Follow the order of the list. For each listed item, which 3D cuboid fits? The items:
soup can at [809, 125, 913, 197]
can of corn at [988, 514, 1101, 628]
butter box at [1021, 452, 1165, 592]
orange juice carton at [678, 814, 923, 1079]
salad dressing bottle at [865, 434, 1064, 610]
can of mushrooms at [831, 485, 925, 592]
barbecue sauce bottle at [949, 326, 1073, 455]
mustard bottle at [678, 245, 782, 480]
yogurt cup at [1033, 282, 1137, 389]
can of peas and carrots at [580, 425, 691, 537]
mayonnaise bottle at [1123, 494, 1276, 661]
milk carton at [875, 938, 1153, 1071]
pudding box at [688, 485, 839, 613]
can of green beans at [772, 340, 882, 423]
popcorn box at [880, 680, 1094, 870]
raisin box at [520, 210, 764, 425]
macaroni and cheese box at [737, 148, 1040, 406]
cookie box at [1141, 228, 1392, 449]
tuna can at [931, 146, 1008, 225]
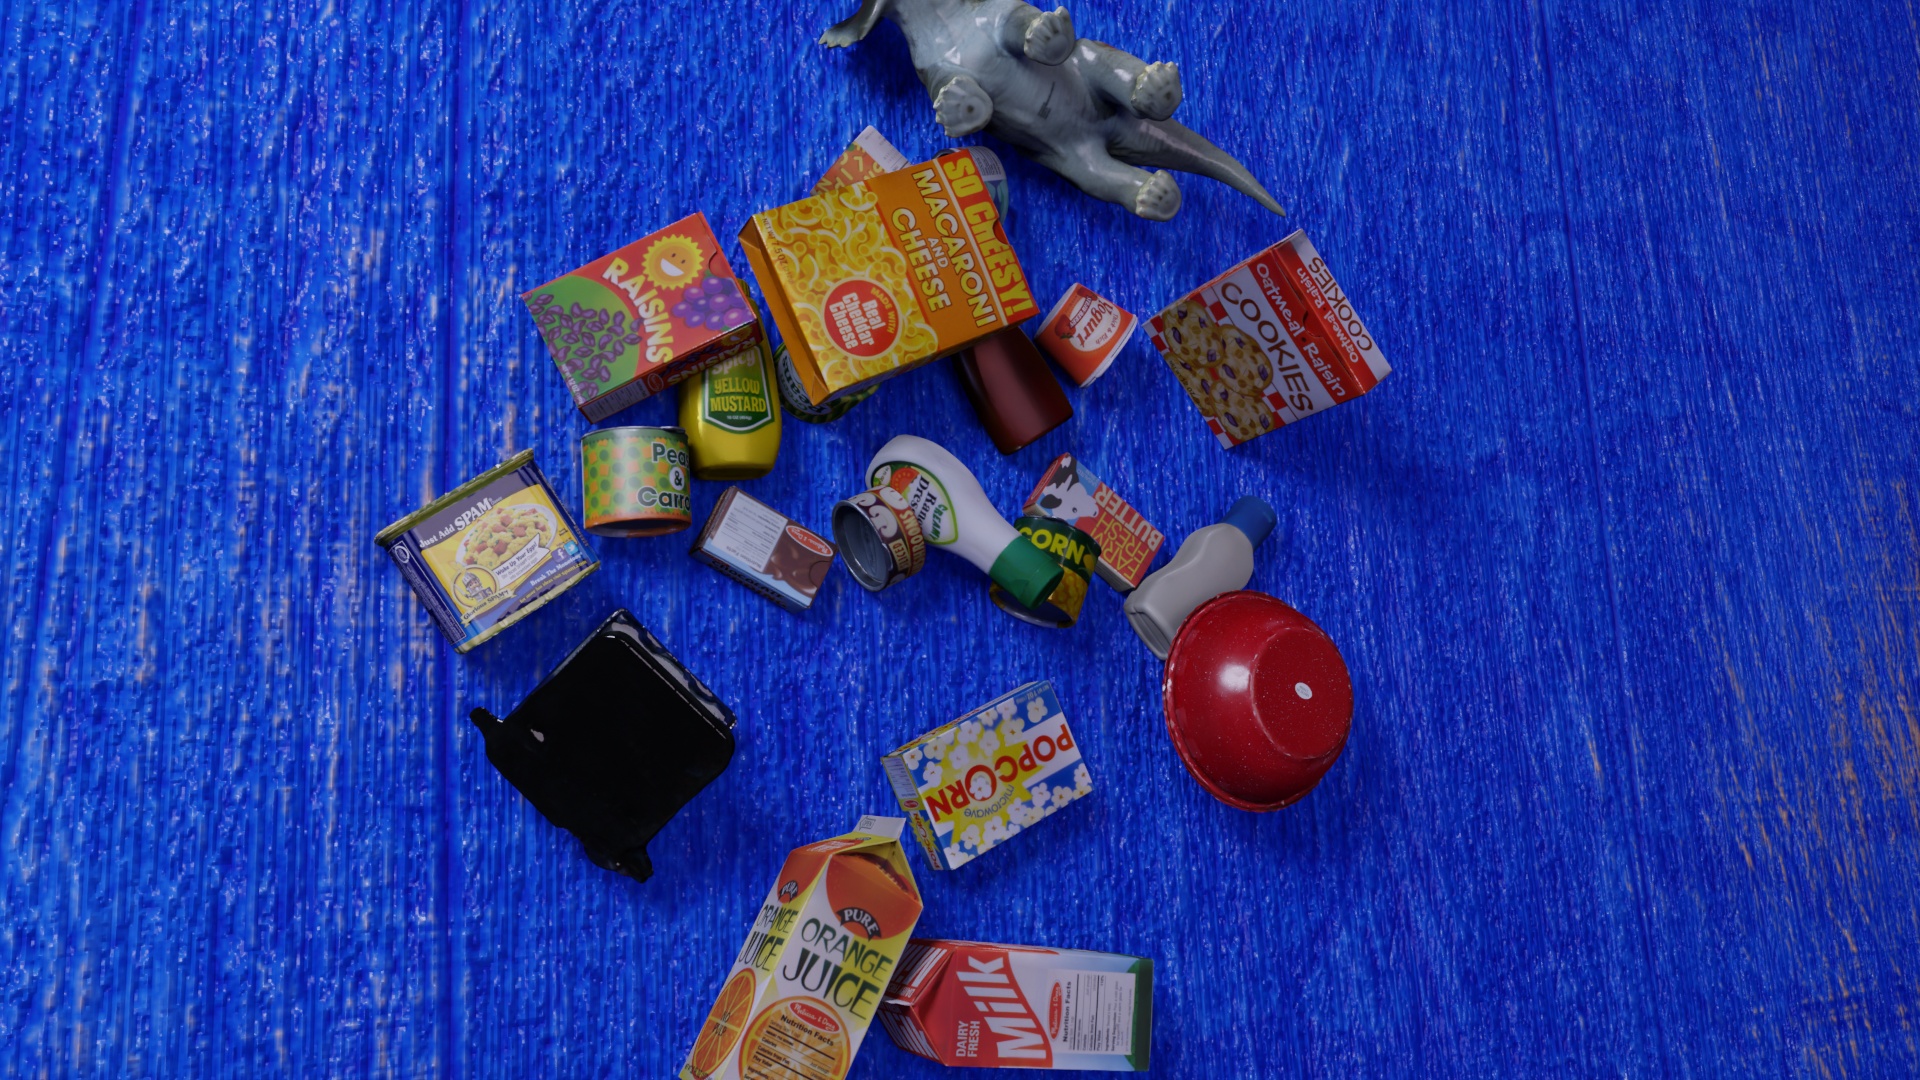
[{"bbox_3d":[-0.057,-0.238,0.982,0.083,0.071,0.071,42,64,-12],"label":"soup can"},{"bbox_3d":[0.059,0.022,0.980,0.071,0.071,0.058,28,69,-19],"label":"can of corn"},{"bbox_3d":[0.099,-0.013,1.033,0.103,0.024,0.053,39,65,-14],"label":"butter box"},{"bbox_3d":[-0.088,0.257,0.854,0.073,0.071,0.193,34,67,-17],"label":"orange juice carton"},{"bbox_3d":[0.003,-0.012,0.939,0.148,0.064,0.044,39,38,15],"label":"salad dressing bottle"},{"bbox_3d":[-0.054,-0.001,0.928,0.033,0.071,0.071,-24,91,-30],"label":"can of mushrooms"},{"bbox_3d":[0.020,-0.139,1.010,0.065,0.043,0.148,-33,94,-28],"label":"barbecue sauce bottle"},{"bbox_3d":[-0.156,-0.121,0.914,0.065,0.048,0.160,-3,81,-25],"label":"mustard bottle"},{"bbox_3d":[0.091,-0.155,1.039,0.054,0.072,0.073,36,66,-7],"label":"yogurt cup"},{"bbox_3d":[-0.199,-0.036,0.862,0.071,0.071,0.059,0,80,-27],"label":"can of peas and carrots"},{"bbox_3d":[0.188,0.024,1.061,0.149,0.041,0.064,-45,106,-28],"label":"mayonnaise bottle"},{"bbox_3d":[0.026,0.300,0.902,0.191,0.072,0.073,12,74,-25],"label":"milk carton"},{"bbox_3d":[-0.129,0.007,0.911,0.083,0.030,0.050,31,66,-18],"label":"pudding box"},{"bbox_3d":[-0.089,-0.118,0.942,0.071,0.057,0.071,6,77,-25],"label":"can of green beans"},{"bbox_3d":[0.020,0.159,0.948,0.127,0.038,0.085,-23,91,-29],"label":"popcorn box"},{"bbox_3d":[-0.198,-0.140,0.870,0.123,0.040,0.086,-27,76,-8],"label":"raisin box"},{"bbox_3d":[-0.044,-0.175,0.915,0.167,0.040,0.123,-25,92,-25],"label":"macaroni and cheese box"},{"bbox_3d":[0.225,-0.145,1.044,0.040,0.167,0.123,-38,97,-27],"label":"cookie box"},{"bbox_3d":[0.004,-0.252,1.016,0.033,0.071,0.071,-14,86,-29],"label":"tuna can"}]
